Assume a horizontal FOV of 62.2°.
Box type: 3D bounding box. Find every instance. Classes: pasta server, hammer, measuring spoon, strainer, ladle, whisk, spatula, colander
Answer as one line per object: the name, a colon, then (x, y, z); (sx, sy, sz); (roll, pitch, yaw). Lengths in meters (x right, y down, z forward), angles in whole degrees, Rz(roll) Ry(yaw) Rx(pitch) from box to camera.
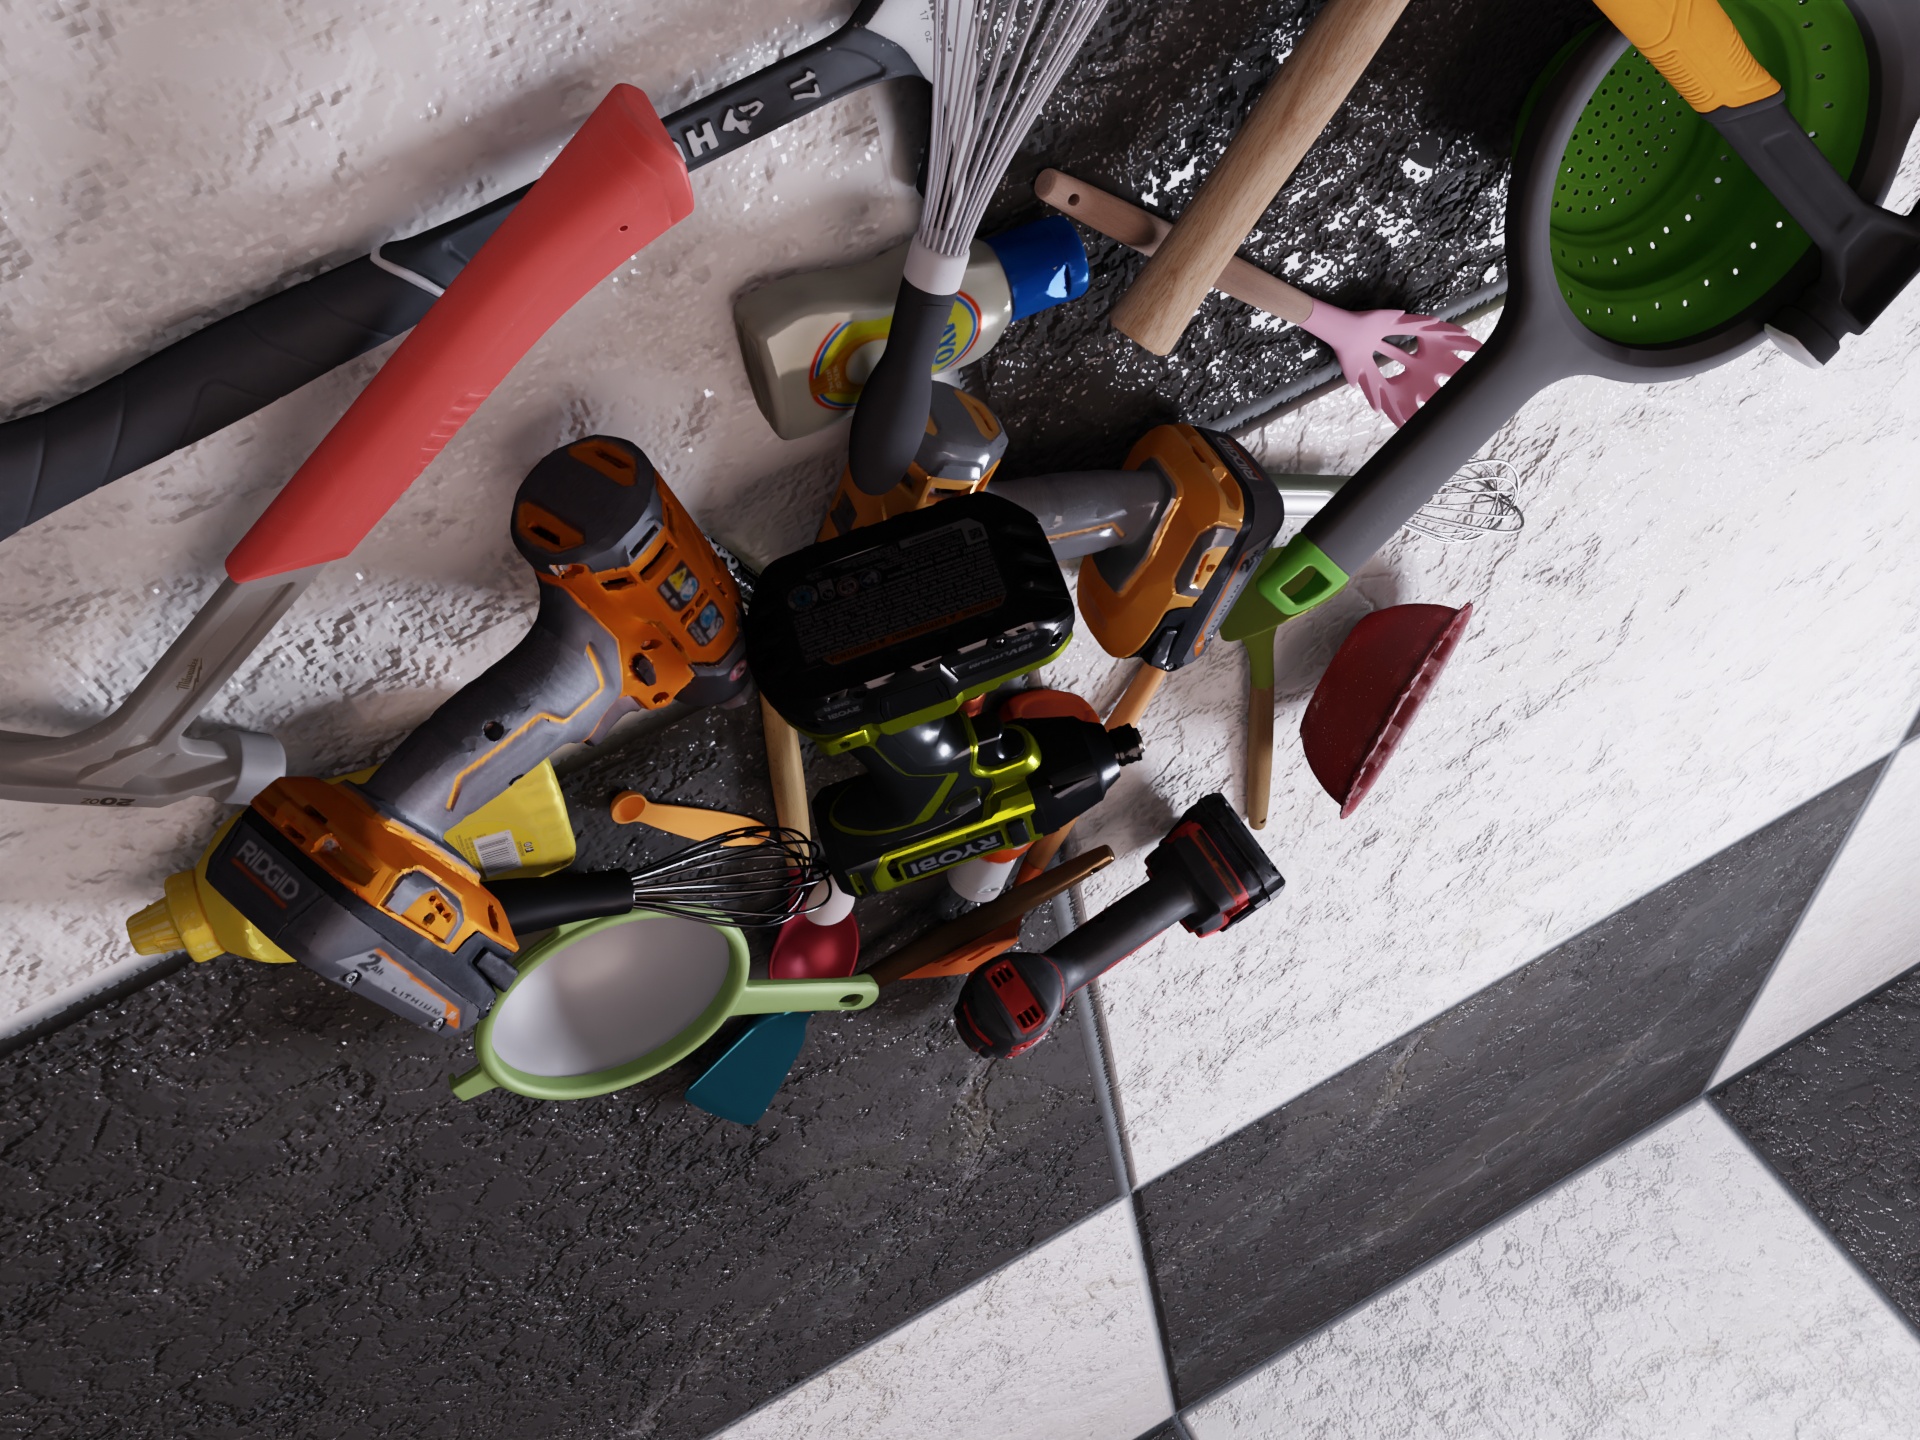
pasta server: (0.154, -0.204, 0.770); (0.316, 0.040, 0.060); (9, 121, -42)
hammer: (0.167, -0.297, 0.655); (0.130, 0.031, 0.331); (16, 117, -45)
measuring spoon: (-0.146, 0.053, 0.864); (0.021, 0.011, 0.116); (-51, 145, 14)
hammer: (-0.227, -0.083, 0.563); (0.359, 0.037, 0.149); (-40, 153, 23)
strainer: (-0.157, 0.138, 0.899); (0.256, 0.069, 0.151); (8, 125, -43)
hammer: (-0.173, -0.164, 0.564); (0.409, 0.036, 0.149); (-29, 146, -6)
hammer: (0.322, -0.282, 0.668); (0.336, 0.034, 0.127); (26, 112, -32)
ladle: (-0.094, 0.064, 0.900); (0.069, 0.031, 0.315); (-36, 147, -28)
ladle: (0.202, -0.003, 1.031); (0.078, 0.062, 0.319); (-27, 147, -9)
whisk: (0.233, -0.127, 0.913); (0.246, 0.059, 0.057); (-4, 135, -30)
whisk: (-0.163, 0.085, 0.767); (0.239, 0.055, 0.055); (-5, 136, -38)
measuring spoon: (-0.043, 0.097, 0.962); (0.124, 0.018, 0.034); (-19, 134, -45)
spatula: (0.054, 0.067, 1.026); (0.081, 0.041, 0.322); (4, 126, -41)
colander: (0.280, -0.217, 0.780); (0.204, 0.095, 0.397); (34, 107, -35)
whisk: (-0.001, -0.196, 0.581); (0.070, 0.070, 0.284); (-9, 140, -30)
spatula: (-0.036, 0.167, 1.029); (0.317, 0.044, 0.082); (-30, 142, 13)

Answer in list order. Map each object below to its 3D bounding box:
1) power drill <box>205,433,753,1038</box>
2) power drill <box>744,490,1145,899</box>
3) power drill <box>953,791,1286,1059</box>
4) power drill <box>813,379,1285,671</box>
power drill: (-0.175, 0.013, 0.657); (0.226, 0.084, 0.164); (-53, 151, -13)
power drill: (-0.001, -0.002, 0.747); (0.171, 0.080, 0.223); (-19, 150, -1)
power drill: (0.093, 0.154, 1.075); (0.226, 0.080, 0.187); (-32, 168, -13)
power drill: (0.028, -0.072, 0.794); (0.226, 0.084, 0.185); (-1, 135, -32)
